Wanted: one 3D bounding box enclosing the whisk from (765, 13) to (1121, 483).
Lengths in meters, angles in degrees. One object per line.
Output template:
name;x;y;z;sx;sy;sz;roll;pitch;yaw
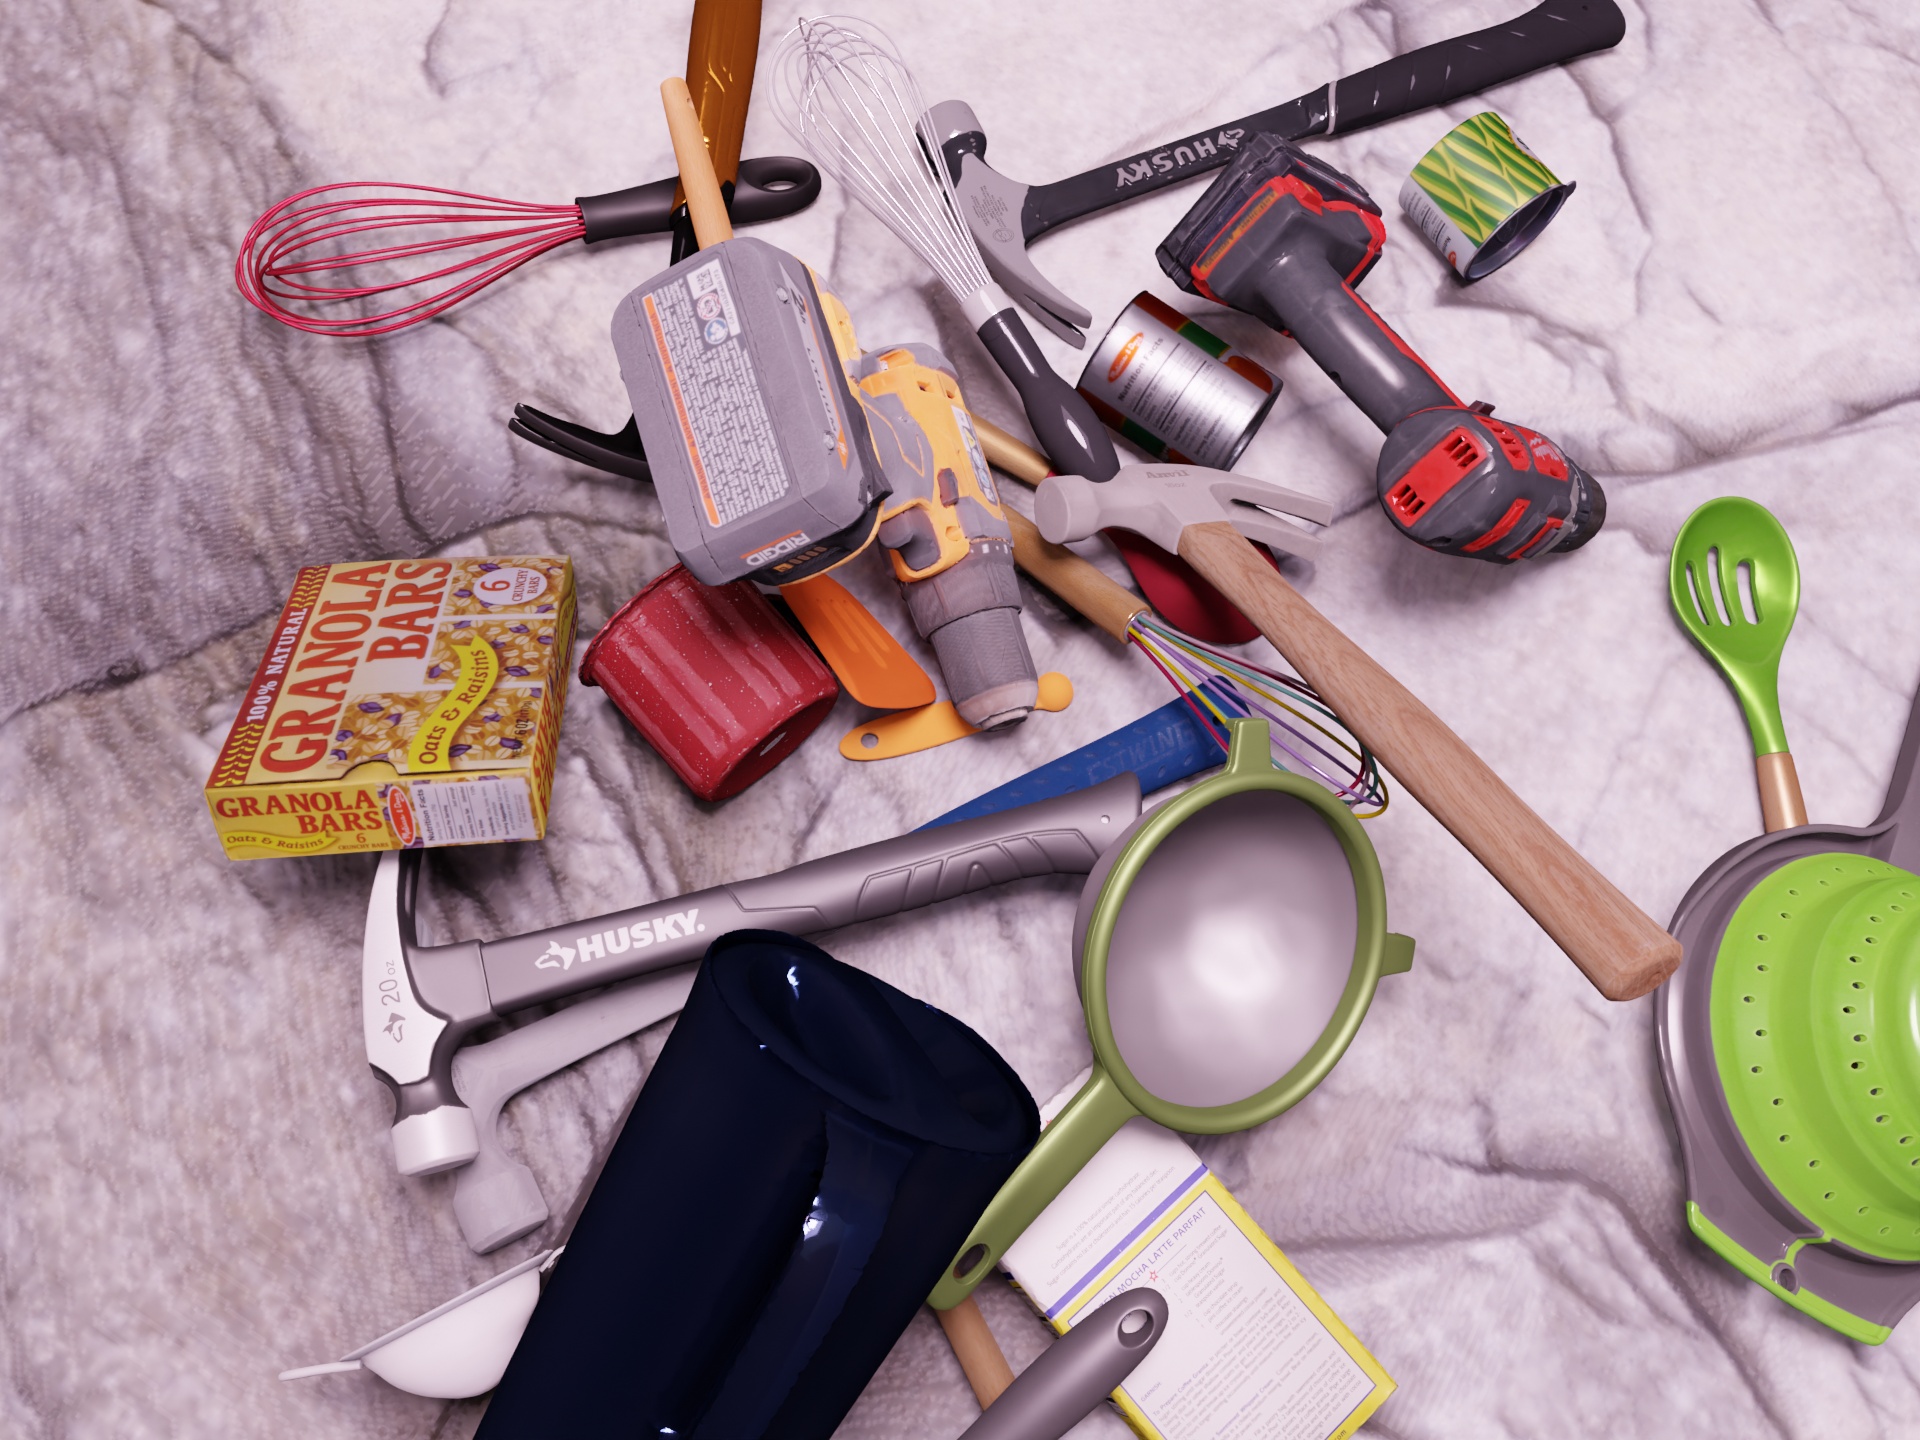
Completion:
whisk;-0.005;-0.226;0.777;0.070;0.070;0.285;-31;84;-14

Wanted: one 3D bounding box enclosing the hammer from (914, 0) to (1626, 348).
hammer;0.189;-0.326;0.870;0.409;0.036;0.149;-22;75;-12

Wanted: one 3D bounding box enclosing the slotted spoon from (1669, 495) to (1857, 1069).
slotted spoon;0.392;0.042;0.761;0.070;0.031;0.314;-1;73;-7

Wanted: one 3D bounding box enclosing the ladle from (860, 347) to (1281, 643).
ladle;0.023;-0.135;0.796;0.315;0.031;0.069;31;70;9

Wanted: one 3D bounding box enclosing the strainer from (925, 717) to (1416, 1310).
strainer;0.063;0.125;0.648;0.256;0.069;0.151;-45;117;-13

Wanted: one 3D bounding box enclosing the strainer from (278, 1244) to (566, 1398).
strainer;-0.141;0.205;0.644;0.258;0.087;0.050;-31;80;-24

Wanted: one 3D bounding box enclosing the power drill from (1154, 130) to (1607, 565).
power drill;0.215;-0.166;0.767;0.187;0.080;0.227;-2;52;-51

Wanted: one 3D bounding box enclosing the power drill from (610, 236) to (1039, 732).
power drill;-0.038;-0.088;0.673;0.084;0.226;0.185;-22;79;20

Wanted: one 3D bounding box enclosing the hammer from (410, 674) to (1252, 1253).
hammer;-0.052;0.075;0.711;0.405;0.035;0.144;-25;75;-12

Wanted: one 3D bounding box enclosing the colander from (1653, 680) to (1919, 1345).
colander;0.446;0.072;0.702;0.204;0.094;0.397;33;67;-6

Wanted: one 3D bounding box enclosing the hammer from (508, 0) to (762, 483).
hammer;-0.134;-0.280;0.792;0.127;0.034;0.337;11;76;-20

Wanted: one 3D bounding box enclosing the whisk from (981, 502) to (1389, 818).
whisk;0.094;-0.032;0.725;0.047;0.051;0.245;-40;60;-18

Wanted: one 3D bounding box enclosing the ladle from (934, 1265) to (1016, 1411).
ladle;0.048;0.333;0.631;0.078;0.062;0.320;-26;68;-11

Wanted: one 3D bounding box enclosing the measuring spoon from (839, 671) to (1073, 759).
measuring spoon;-0.001;-0.002;0.754;0.117;0.011;0.021;-15;73;-9

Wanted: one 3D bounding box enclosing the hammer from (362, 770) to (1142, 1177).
hammer;-0.081;0.074;0.671;0.334;0.035;0.146;-14;73;-9

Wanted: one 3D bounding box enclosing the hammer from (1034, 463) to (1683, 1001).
hammer;0.165;-0.013;0.656;0.130;0.031;0.332;-11;44;-28

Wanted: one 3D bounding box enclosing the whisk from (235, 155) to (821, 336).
whisk;-0.211;-0.248;0.804;0.296;0.073;0.073;-16;73;-17

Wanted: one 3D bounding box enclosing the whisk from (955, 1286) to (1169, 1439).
whisk;-0.014;0.298;0.610;0.239;0.055;0.055;-40;78;-4

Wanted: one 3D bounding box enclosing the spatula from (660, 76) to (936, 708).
spatula;-0.086;-0.154;0.746;0.041;0.081;0.323;-18;85;25
